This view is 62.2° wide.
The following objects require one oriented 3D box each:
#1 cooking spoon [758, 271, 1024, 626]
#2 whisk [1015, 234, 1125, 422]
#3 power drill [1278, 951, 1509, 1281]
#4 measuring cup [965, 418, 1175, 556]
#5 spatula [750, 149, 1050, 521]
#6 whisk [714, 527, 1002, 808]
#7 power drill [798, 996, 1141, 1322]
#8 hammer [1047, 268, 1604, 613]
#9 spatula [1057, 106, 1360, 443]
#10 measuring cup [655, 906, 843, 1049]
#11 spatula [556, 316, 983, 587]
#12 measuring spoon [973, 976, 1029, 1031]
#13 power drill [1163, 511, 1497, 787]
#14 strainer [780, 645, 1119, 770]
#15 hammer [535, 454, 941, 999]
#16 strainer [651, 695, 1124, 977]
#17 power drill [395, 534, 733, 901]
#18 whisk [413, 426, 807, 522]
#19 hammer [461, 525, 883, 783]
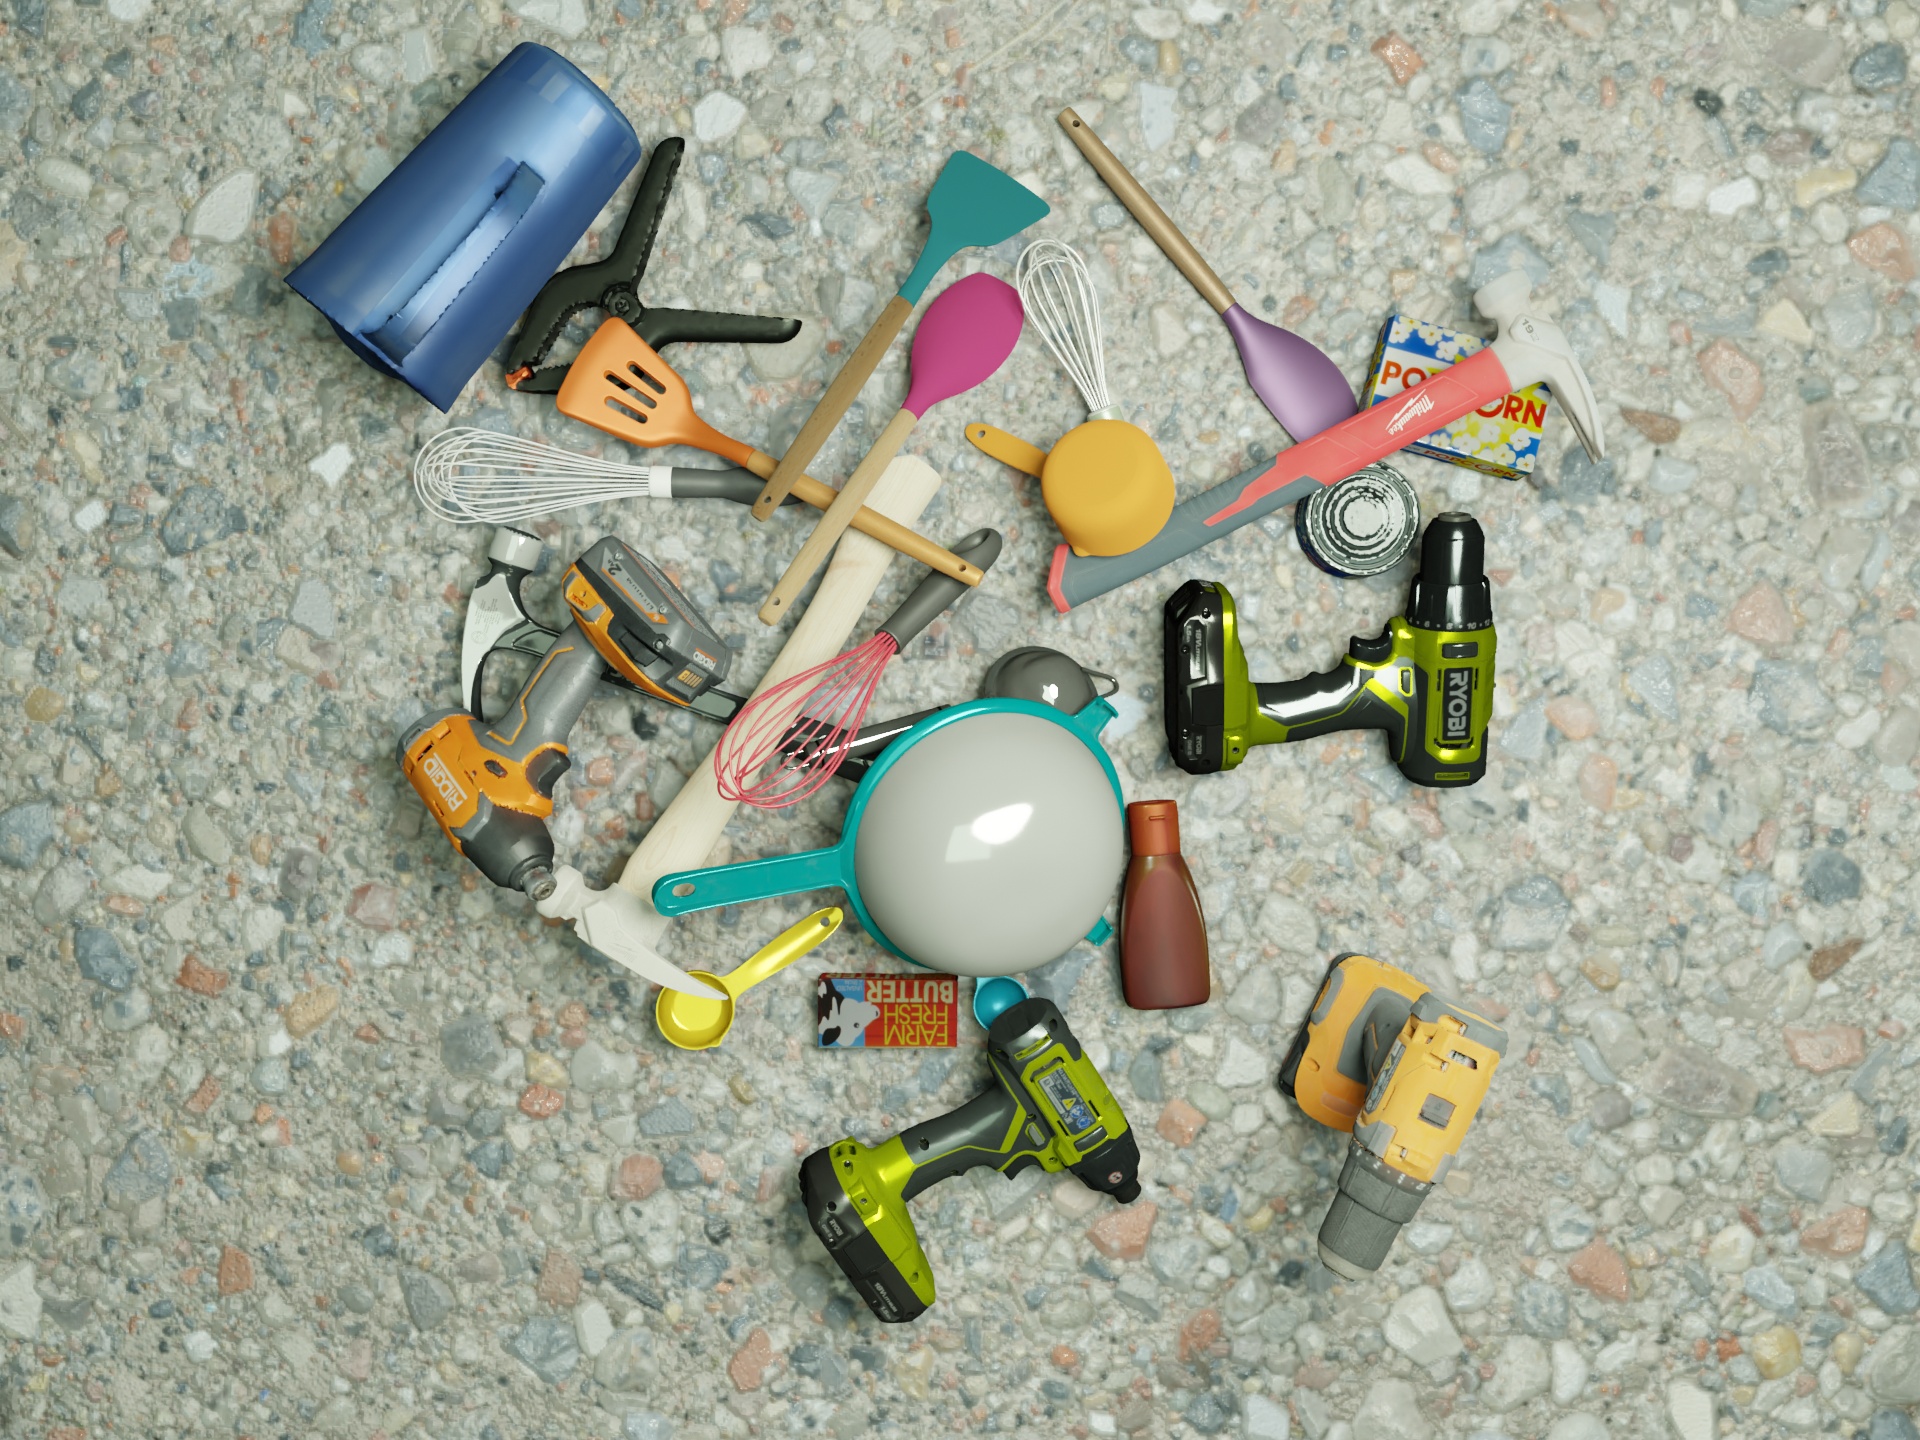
[{"bbox_3d":[-0.049,-0.193,1.106,0.069,0.017,0.319,30,71,6],"label":"cooking spoon"},{"bbox_3d":[0.100,-0.230,1.142,0.058,0.059,0.246,-25,97,-26],"label":"whisk"},{"bbox_3d":[0.277,0.258,1.067,0.084,0.226,0.185,25,93,0],"label":"power drill"},{"bbox_3d":[0.066,-0.182,1.108,0.174,0.052,0.095,30,83,25],"label":"measuring cup"},{"bbox_3d":[-0.052,-0.268,1.116,0.082,0.044,0.317,33,83,2],"label":"spatula"},{"bbox_3d":[-0.061,-0.042,1.088,0.073,0.073,0.296,43,60,-1],"label":"whisk"},{"bbox_3d":[0.013,0.325,1.144,0.223,0.080,0.171,-32,107,-1],"label":"power drill"},{"bbox_3d":[0.242,-0.159,1.102,0.386,0.038,0.143,-27,84,7],"label":"hammer"},{"bbox_3d":[0.179,-0.319,1.148,0.060,0.018,0.316,-42,93,-4],"label":"spatula"},{"bbox_3d":[-0.154,0.185,1.177,0.156,0.029,0.062,-33,92,-10],"label":"measuring cup"},{"bbox_3d":[-0.127,-0.175,1.113,0.322,0.041,0.081,28,79,7],"label":"spatula"},{"bbox_3d":[0.009,0.172,1.176,0.042,0.021,0.129,-27,83,-10],"label":"measuring spoon"},{"bbox_3d":[0.262,-0.047,1.117,0.228,0.080,0.190,-2,107,0],"label":"power drill"},{"bbox_3d":[-0.002,-0.004,1.116,0.258,0.050,0.087,-16,64,-14],"label":"strainer"},{"bbox_3d":[-0.124,-0.005,1.121,0.146,0.038,0.411,32,81,-2],"label":"hammer"},{"bbox_3d":[-0.030,0.106,1.065,0.340,0.095,0.211,-8,113,-18],"label":"strainer"},{"bbox_3d":[-0.265,0.005,1.079,0.226,0.084,0.164,-45,61,4],"label":"power drill"},{"bbox_3d":[-0.248,-0.174,1.145,0.284,0.070,0.070,1,92,-5],"label":"whisk"},{"bbox_3d":[-0.169,-0.003,1.159,0.409,0.036,0.149,21,94,0],"label":"hammer"}]
